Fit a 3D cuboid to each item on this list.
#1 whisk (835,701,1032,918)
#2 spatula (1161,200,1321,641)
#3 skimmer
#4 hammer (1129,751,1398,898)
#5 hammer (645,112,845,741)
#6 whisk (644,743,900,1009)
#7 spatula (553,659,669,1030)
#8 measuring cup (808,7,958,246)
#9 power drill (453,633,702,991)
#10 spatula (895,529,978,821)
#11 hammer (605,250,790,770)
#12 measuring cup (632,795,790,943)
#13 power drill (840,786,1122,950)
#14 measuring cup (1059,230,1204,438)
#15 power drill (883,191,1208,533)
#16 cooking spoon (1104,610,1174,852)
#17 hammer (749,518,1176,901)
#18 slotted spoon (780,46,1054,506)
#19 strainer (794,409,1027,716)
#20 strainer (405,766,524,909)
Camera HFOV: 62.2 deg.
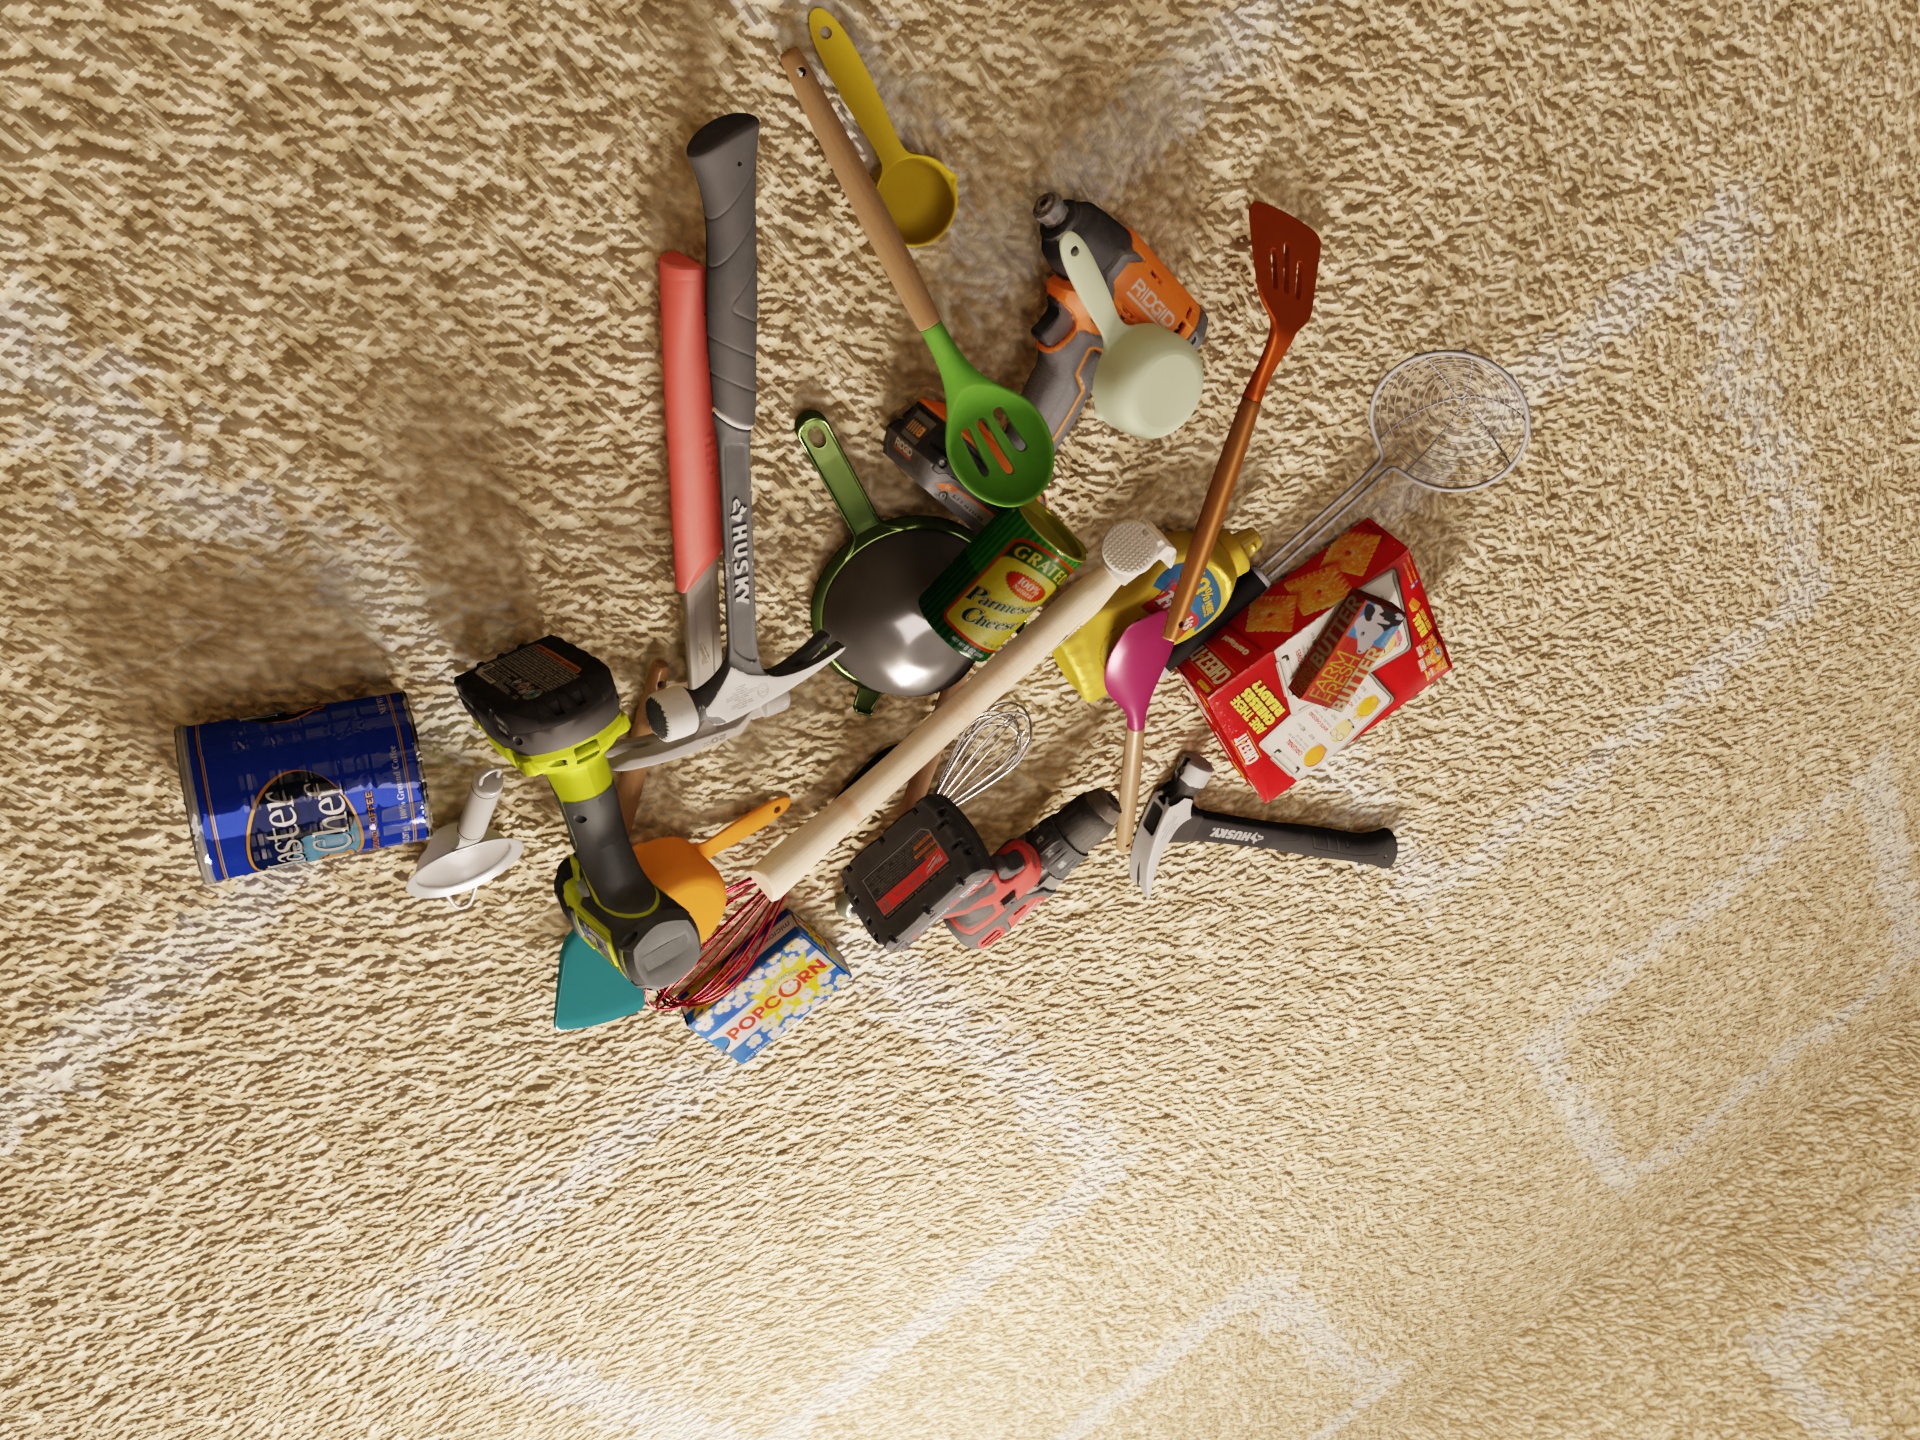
[{"bbox_3d":[-0.025,0.079,1.330,0.246,0.059,0.057,-49,143,18],"label":"whisk"},{"bbox_3d":[0.201,-0.215,1.178,0.081,0.041,0.322,10,103,-39],"label":"spatula"},{"bbox_3d":[0.298,-0.156,1.305,0.363,0.090,0.127,-42,101,8],"label":"skimmer"},{"bbox_3d":[0.308,0.118,1.557,0.334,0.035,0.146,10,118,-35],"label":"hammer"},{"bbox_3d":[-0.141,-0.177,1.025,0.149,0.036,0.408,-21,132,-32],"label":"hammer"},{"bbox_3d":[-0.147,0.127,1.293,0.296,0.073,0.073,-45,133,-1],"label":"whisk"},{"bbox_3d":[-0.256,0.097,1.214,0.082,0.044,0.317,-7,127,-41],"label":"spatula"},{"bbox_3d":[-0.055,-0.370,0.992,0.062,0.029,0.156,-34,122,-3],"label":"measuring cup"},{"bbox_3d":[-0.264,0.062,1.095,0.080,0.171,0.223,-28,120,-27],"label":"power drill"},{"bbox_3d":[-0.007,-0.028,1.264,0.059,0.018,0.315,8,113,-28],"label":"spatula"},{"bbox_3d":[-0.186,-0.133,1.071,0.149,0.037,0.358,-21,131,-31],"label":"hammer"},{"bbox_3d":[-0.191,0.118,1.236,0.173,0.052,0.095,-33,137,-22],"label":"measuring cup"},{"bbox_3d":[0.026,0.117,1.321,0.188,0.080,0.226,-42,156,17],"label":"power drill"},{"bbox_3d":[0.112,-0.256,1.060,0.083,0.038,0.167,-43,134,-5],"label":"measuring cup"},{"bbox_3d":[0.052,-0.245,1.106,0.226,0.084,0.164,-49,132,6],"label":"power drill"},{"bbox_3d":[0.149,0.020,1.358,0.069,0.017,0.318,-25,145,-17],"label":"cooking spoon"},{"bbox_3d":[-0.002,-0.004,1.207,0.410,0.038,0.146,-42,173,14],"label":"hammer"},{"bbox_3d":[-0.029,-0.274,1.006,0.070,0.031,0.313,-33,113,-6],"label":"slotted spoon"},{"bbox_3d":[-0.051,-0.107,1.145,0.151,0.069,0.256,-28,128,1],"label":"strainer"},{"bbox_3d":[-0.336,0.074,1.092,0.087,0.050,0.258,-19,168,-28],"label":"strainer"}]
